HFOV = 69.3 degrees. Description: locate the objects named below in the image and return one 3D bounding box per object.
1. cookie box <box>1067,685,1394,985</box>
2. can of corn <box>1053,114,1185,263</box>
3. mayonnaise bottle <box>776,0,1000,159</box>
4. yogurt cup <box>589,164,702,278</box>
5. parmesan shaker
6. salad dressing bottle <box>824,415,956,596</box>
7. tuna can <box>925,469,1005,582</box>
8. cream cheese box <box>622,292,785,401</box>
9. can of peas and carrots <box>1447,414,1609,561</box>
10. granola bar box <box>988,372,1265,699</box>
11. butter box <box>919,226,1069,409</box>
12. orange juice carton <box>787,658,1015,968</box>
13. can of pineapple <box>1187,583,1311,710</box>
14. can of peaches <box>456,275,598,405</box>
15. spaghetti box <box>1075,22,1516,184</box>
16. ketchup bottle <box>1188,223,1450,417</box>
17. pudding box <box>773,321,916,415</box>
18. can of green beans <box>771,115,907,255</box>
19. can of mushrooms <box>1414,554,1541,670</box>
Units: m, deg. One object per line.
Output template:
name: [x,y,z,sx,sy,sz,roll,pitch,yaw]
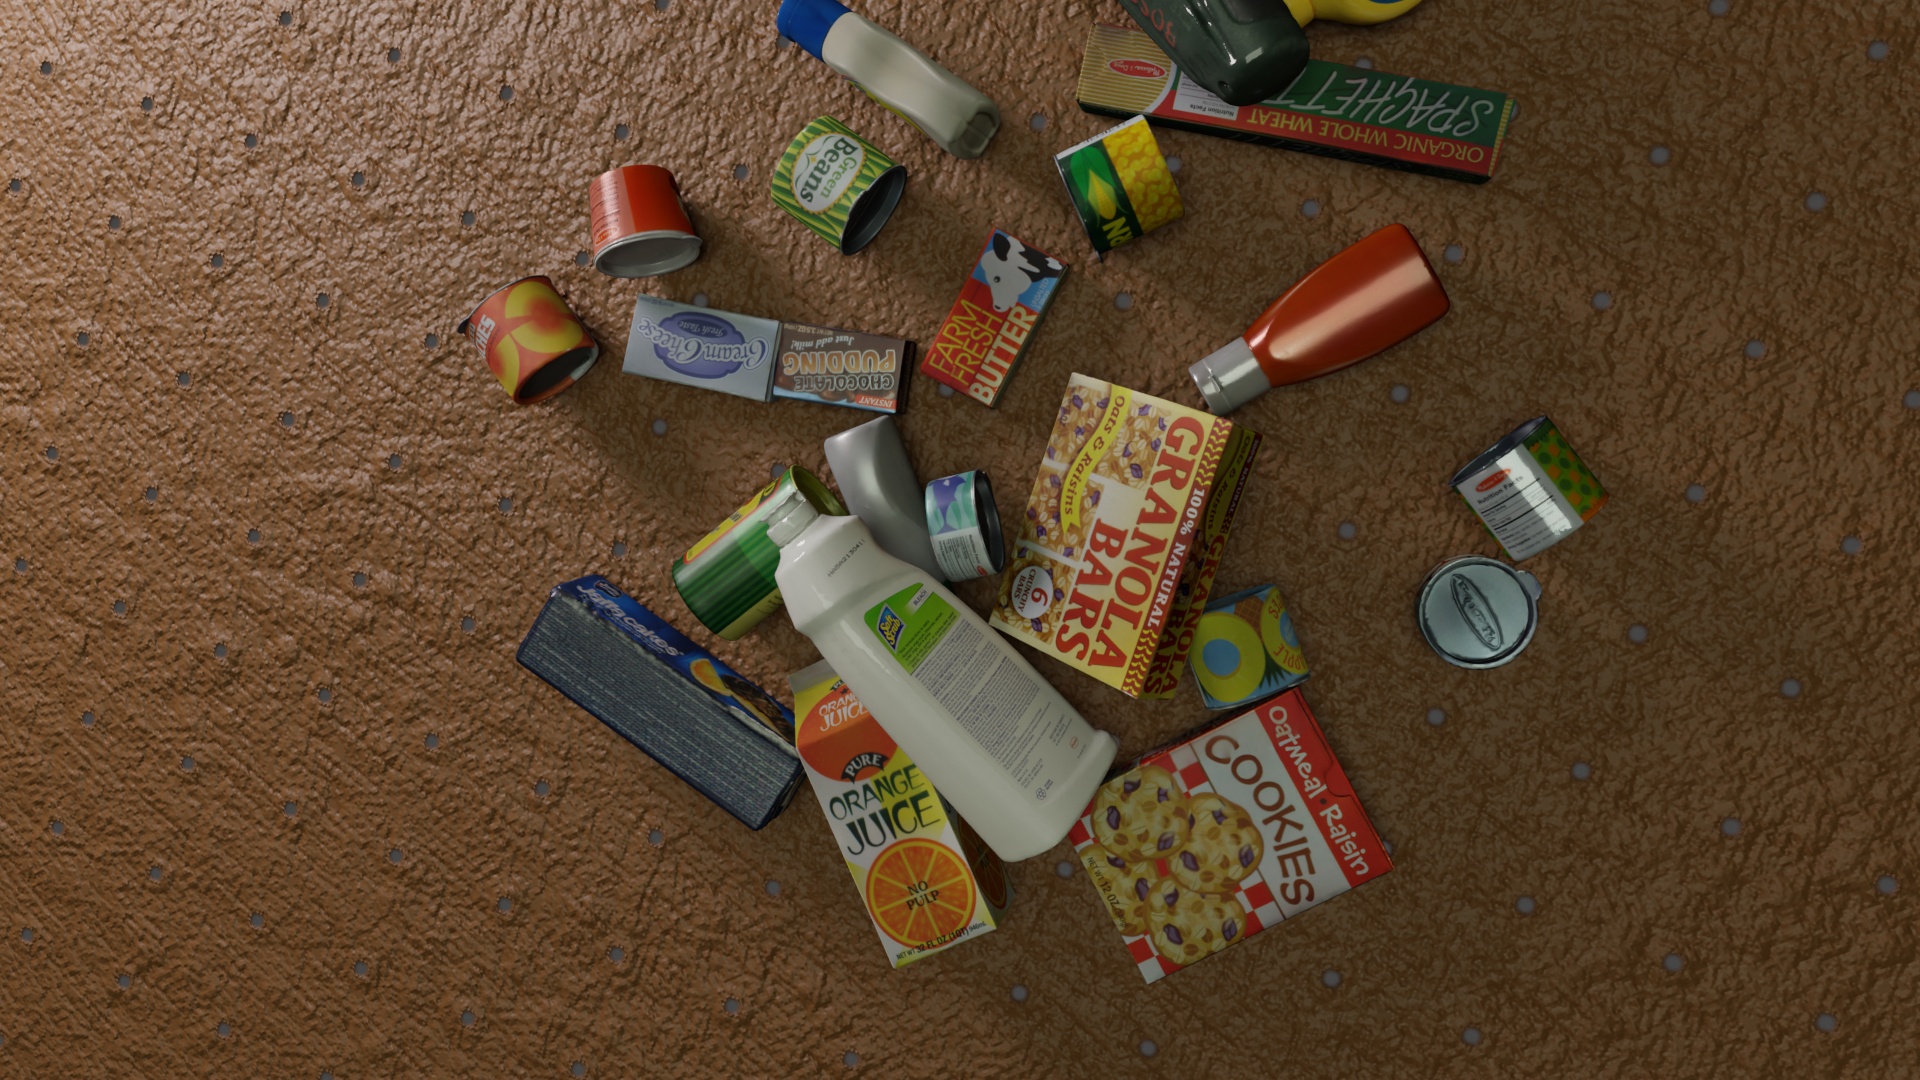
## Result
cookie box: [0.160,0.179,0.852,0.167,0.040,0.123,-29,87,11]
can of corn: [0.097,-0.210,0.832,0.058,0.071,0.071,-24,88,11]
mayonnaise bottle: [-0.047,-0.292,0.860,0.148,0.065,0.041,36,103,11]
yogurt cup: [-0.206,-0.206,0.894,0.072,0.072,0.054,-15,82,12]
parmesan shaker: [-0.125,0.009,0.883,0.103,0.071,0.071,-37,86,11]
salad dressing bottle: [-0.038,-0.003,0.873,0.044,0.064,0.147,-20,96,19]
tuna can: [0.003,-0.011,0.862,0.033,0.071,0.071,-12,91,12]
cream cheese box: [-0.166,-0.126,0.909,0.104,0.024,0.053,13,96,10]
can of peas and carrots: [0.327,-0.030,0.798,0.071,0.071,0.059,-38,86,11]
granola bar box: [0.096,-0.004,0.828,0.124,0.039,0.165,24,98,42]
butter box: [0.021,-0.139,0.871,0.053,0.024,0.103,30,98,8]
orange juice carton: [-0.041,0.159,0.873,0.072,0.073,0.192,-25,87,12]
can of pineapple: [0.170,0.063,0.830,0.071,0.071,0.058,-21,89,12]
can of peaches: [-0.282,-0.129,0.908,0.071,0.071,0.058,-38,87,11]
spaghetti box: [0.196,-0.261,0.829,0.250,0.029,0.050,14,95,10]
ketchup bottle: [0.209,-0.125,0.826,0.148,0.043,0.065,-30,86,11]
pudding box: [-0.074,-0.110,0.889,0.084,0.030,0.049,10,95,11]
can of green beans: [-0.076,-0.221,0.865,0.058,0.071,0.071,37,99,7]
can of mushrooms: [0.306,0.040,0.820,0.071,0.033,0.071,1,92,12]
